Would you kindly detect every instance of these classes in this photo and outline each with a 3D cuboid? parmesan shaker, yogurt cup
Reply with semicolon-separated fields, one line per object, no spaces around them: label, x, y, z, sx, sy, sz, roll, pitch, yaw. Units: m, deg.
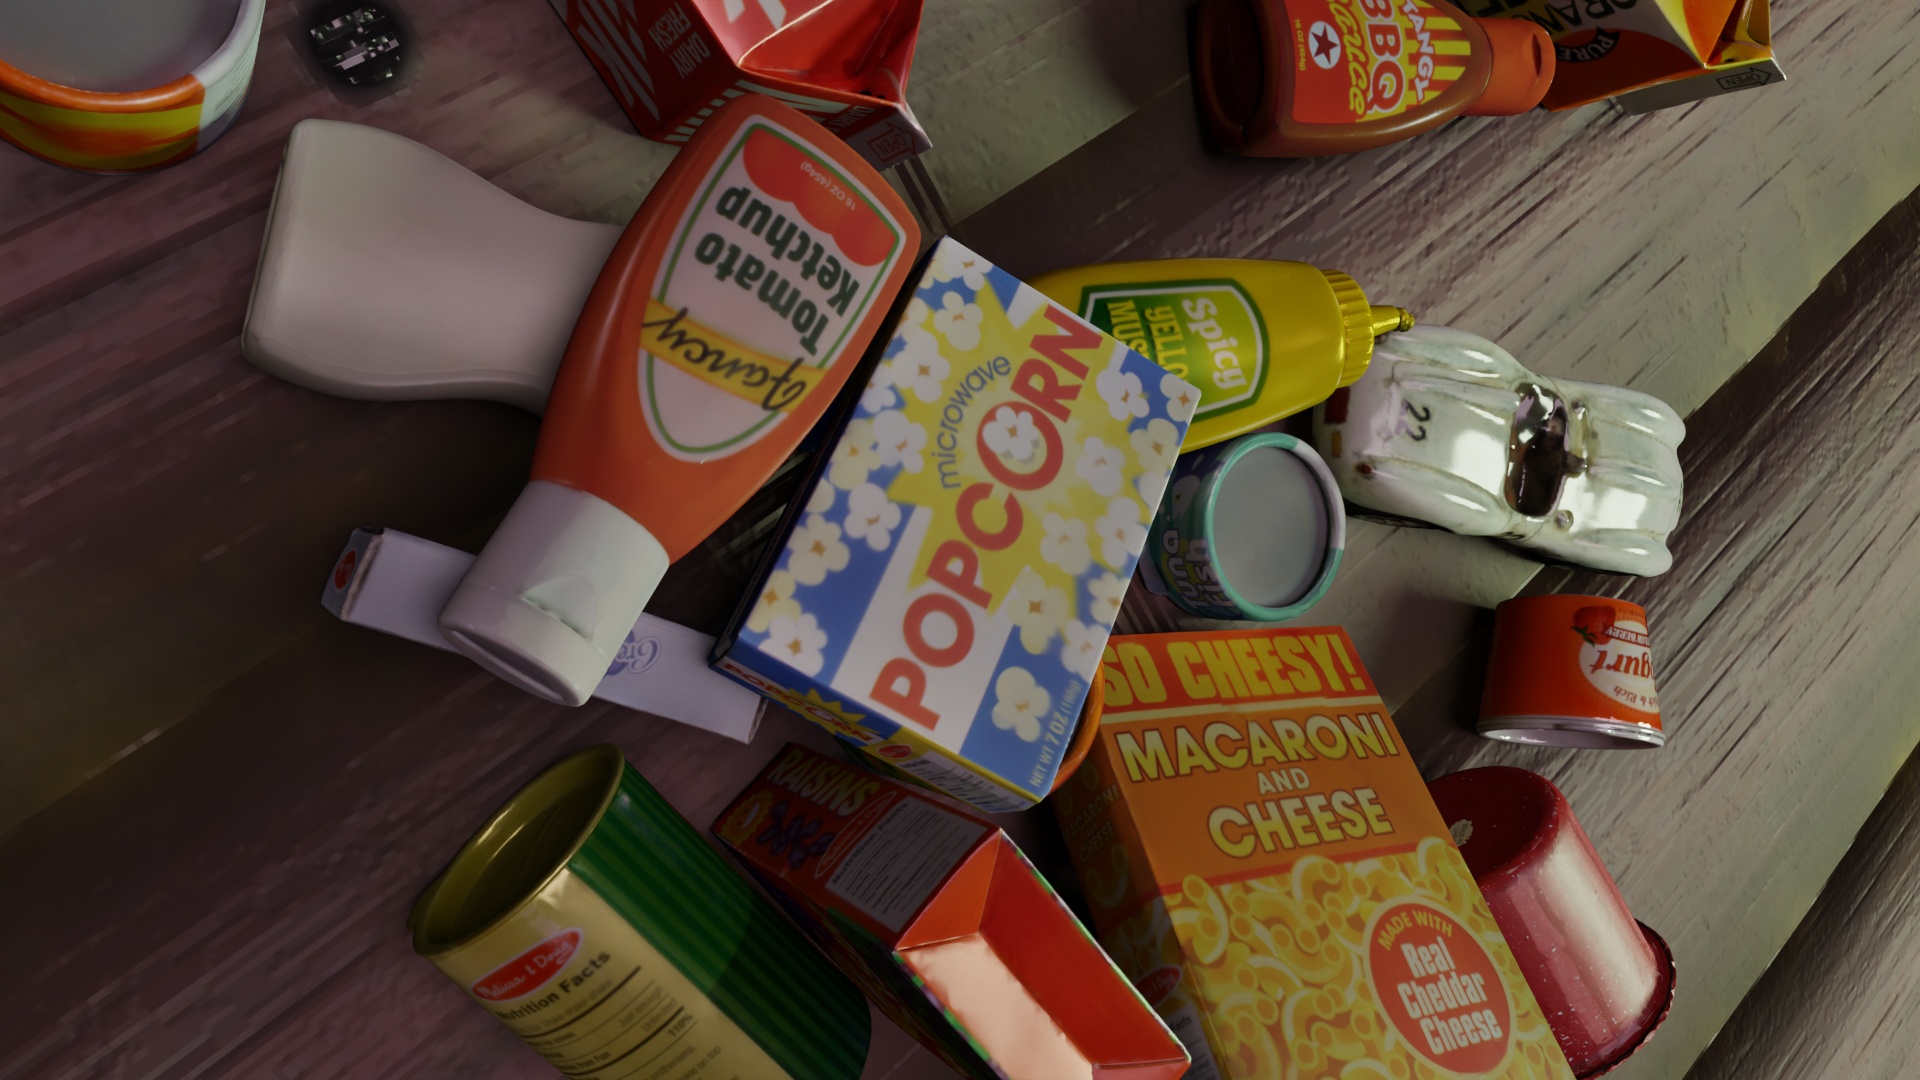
parmesan shaker;-0.081;0.113;0.362;0.071;0.071;0.103;-48;113;-21
yogurt cup;0.239;0.052;0.547;0.072;0.072;0.054;14;76;-29

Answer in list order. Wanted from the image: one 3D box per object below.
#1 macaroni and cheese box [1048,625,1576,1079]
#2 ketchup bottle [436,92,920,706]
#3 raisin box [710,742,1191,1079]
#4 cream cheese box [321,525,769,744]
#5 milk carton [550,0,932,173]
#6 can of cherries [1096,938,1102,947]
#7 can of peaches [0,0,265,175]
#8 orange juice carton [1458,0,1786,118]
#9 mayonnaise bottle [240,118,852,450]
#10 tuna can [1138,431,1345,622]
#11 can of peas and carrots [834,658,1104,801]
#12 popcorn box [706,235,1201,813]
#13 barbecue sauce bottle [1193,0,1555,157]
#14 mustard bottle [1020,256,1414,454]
macaroni and cheese box;0.099;0.108;0.429;0.124;0.040;0.167;0;54;-30
ketchup bottle;-0.067;-0.033;0.329;0.064;0.043;0.149;37;64;-22
raisin box;-0.008;0.103;0.368;0.040;0.123;0.086;-46;111;-20
cream cheese box;-0.104;0.023;0.354;0.104;0.053;0.024;22;81;-28
milk carton;-0.076;-0.176;0.359;0.074;0.072;0.190;-42;110;-24
can of cherries;0.071;0.156;0.445;0.058;0.071;0.071;-2;91;-30
can of peaches;-0.191;-0.118;0.301;0.071;0.058;0.071;0;91;-31
orange juice carton;0.243;-0.238;0.544;0.192;0.072;0.073;38;73;-24
mayonnaise bottle;-0.101;-0.057;0.363;0.148;0.041;0.065;13;80;-31
tuna can;0.097;-0.004;0.481;0.071;0.033;0.071;0;90;-30
can of peas and carrots;0.002;0.044;0.411;0.071;0.058;0.071;0;91;-30
popcorn box;0.001;-0.005;0.361;0.085;0.038;0.127;29;65;-11
barbecue sauce bottle;0.155;-0.174;0.509;0.149;0.043;0.065;-10;94;-30
mustard bottle;0.080;-0.062;0.447;0.160;0.049;0.065;-13;95;-17
